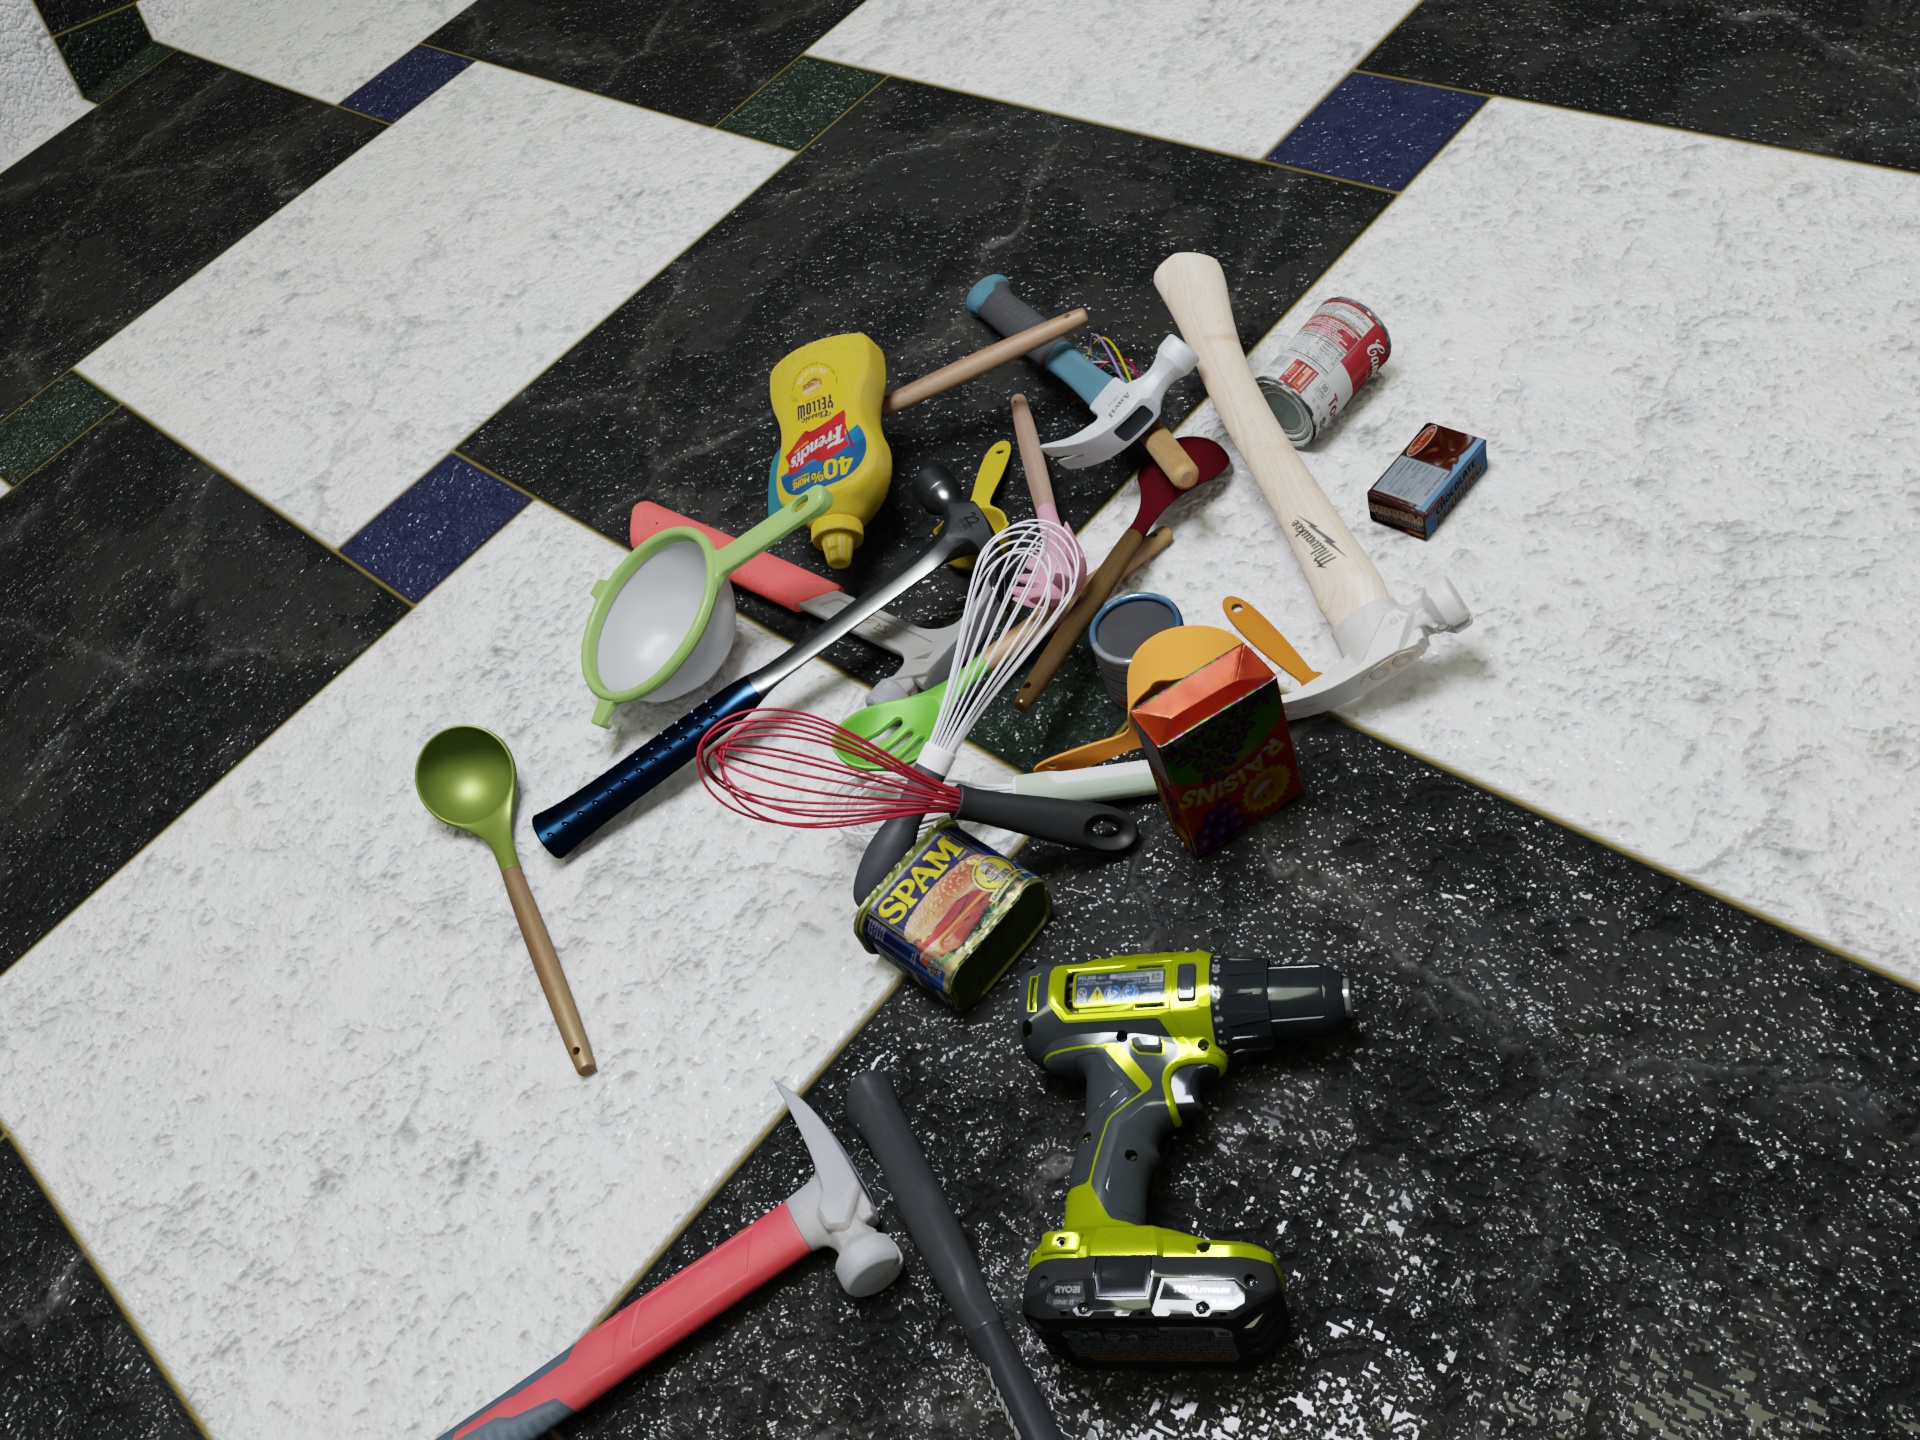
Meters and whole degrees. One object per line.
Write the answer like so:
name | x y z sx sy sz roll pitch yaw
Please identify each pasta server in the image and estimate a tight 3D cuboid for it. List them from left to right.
pasta server | 0.057 -0.179 1.222 0.060 0.040 0.317 -44 30 25

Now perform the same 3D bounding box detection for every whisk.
whisk | -0.021 0.047 1.001 0.295 0.073 0.073 12 48 -18
whisk | -0.001 -0.003 1.048 0.070 0.070 0.284 25 89 34
whisk | 0.031 0.050 1.079 0.246 0.059 0.058 -8 23 9
whisk | 0.137 -0.239 1.247 0.047 0.051 0.245 -44 34 16

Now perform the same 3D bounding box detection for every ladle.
ladle | -0.323 0.123 1.146 0.078 0.062 0.321 -35 52 1
ladle | 0.115 -0.117 1.162 0.069 0.031 0.315 8 49 34

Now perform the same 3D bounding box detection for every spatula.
spatula | -0.036 -0.261 1.311 0.317 0.044 0.082 -21 47 19

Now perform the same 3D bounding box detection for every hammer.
hammer | -0.226 0.367 0.924 0.386 0.038 0.143 -33 48 -7
hammer | -0.141 -0.028 1.174 0.405 0.035 0.144 -36 52 1
hammer | -0.134 -0.116 1.279 0.359 0.036 0.149 26 65 34
hammer | 0.008 0.309 0.839 0.035 0.146 0.335 -15 37 -18
hammer | 0.077 -0.304 1.307 0.128 0.033 0.331 -50 35 12
hammer | 0.214 -0.189 1.147 0.146 0.038 0.411 -33 53 20

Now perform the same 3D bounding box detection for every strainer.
strainer | -0.182 -0.096 1.225 0.256 0.069 0.152 -31 48 24

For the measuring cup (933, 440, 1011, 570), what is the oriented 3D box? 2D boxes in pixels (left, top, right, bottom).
measuring cup | 0.022 -0.173 1.281 0.062 0.029 0.157 -2 41 19

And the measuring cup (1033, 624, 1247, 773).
measuring cup | 0.120 -0.009 1.068 0.173 0.095 0.052 -22 48 33

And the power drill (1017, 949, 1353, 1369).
power drill | 0.123 0.230 0.880 0.190 0.080 0.229 -6 48 16

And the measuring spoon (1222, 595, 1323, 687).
measuring spoon | 0.219 -0.056 1.114 0.021 0.011 0.117 -32 49 -6

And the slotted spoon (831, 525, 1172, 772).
slotted spoon | 0.038 -0.054 1.157 0.314 0.031 0.070 -37 48 -18
